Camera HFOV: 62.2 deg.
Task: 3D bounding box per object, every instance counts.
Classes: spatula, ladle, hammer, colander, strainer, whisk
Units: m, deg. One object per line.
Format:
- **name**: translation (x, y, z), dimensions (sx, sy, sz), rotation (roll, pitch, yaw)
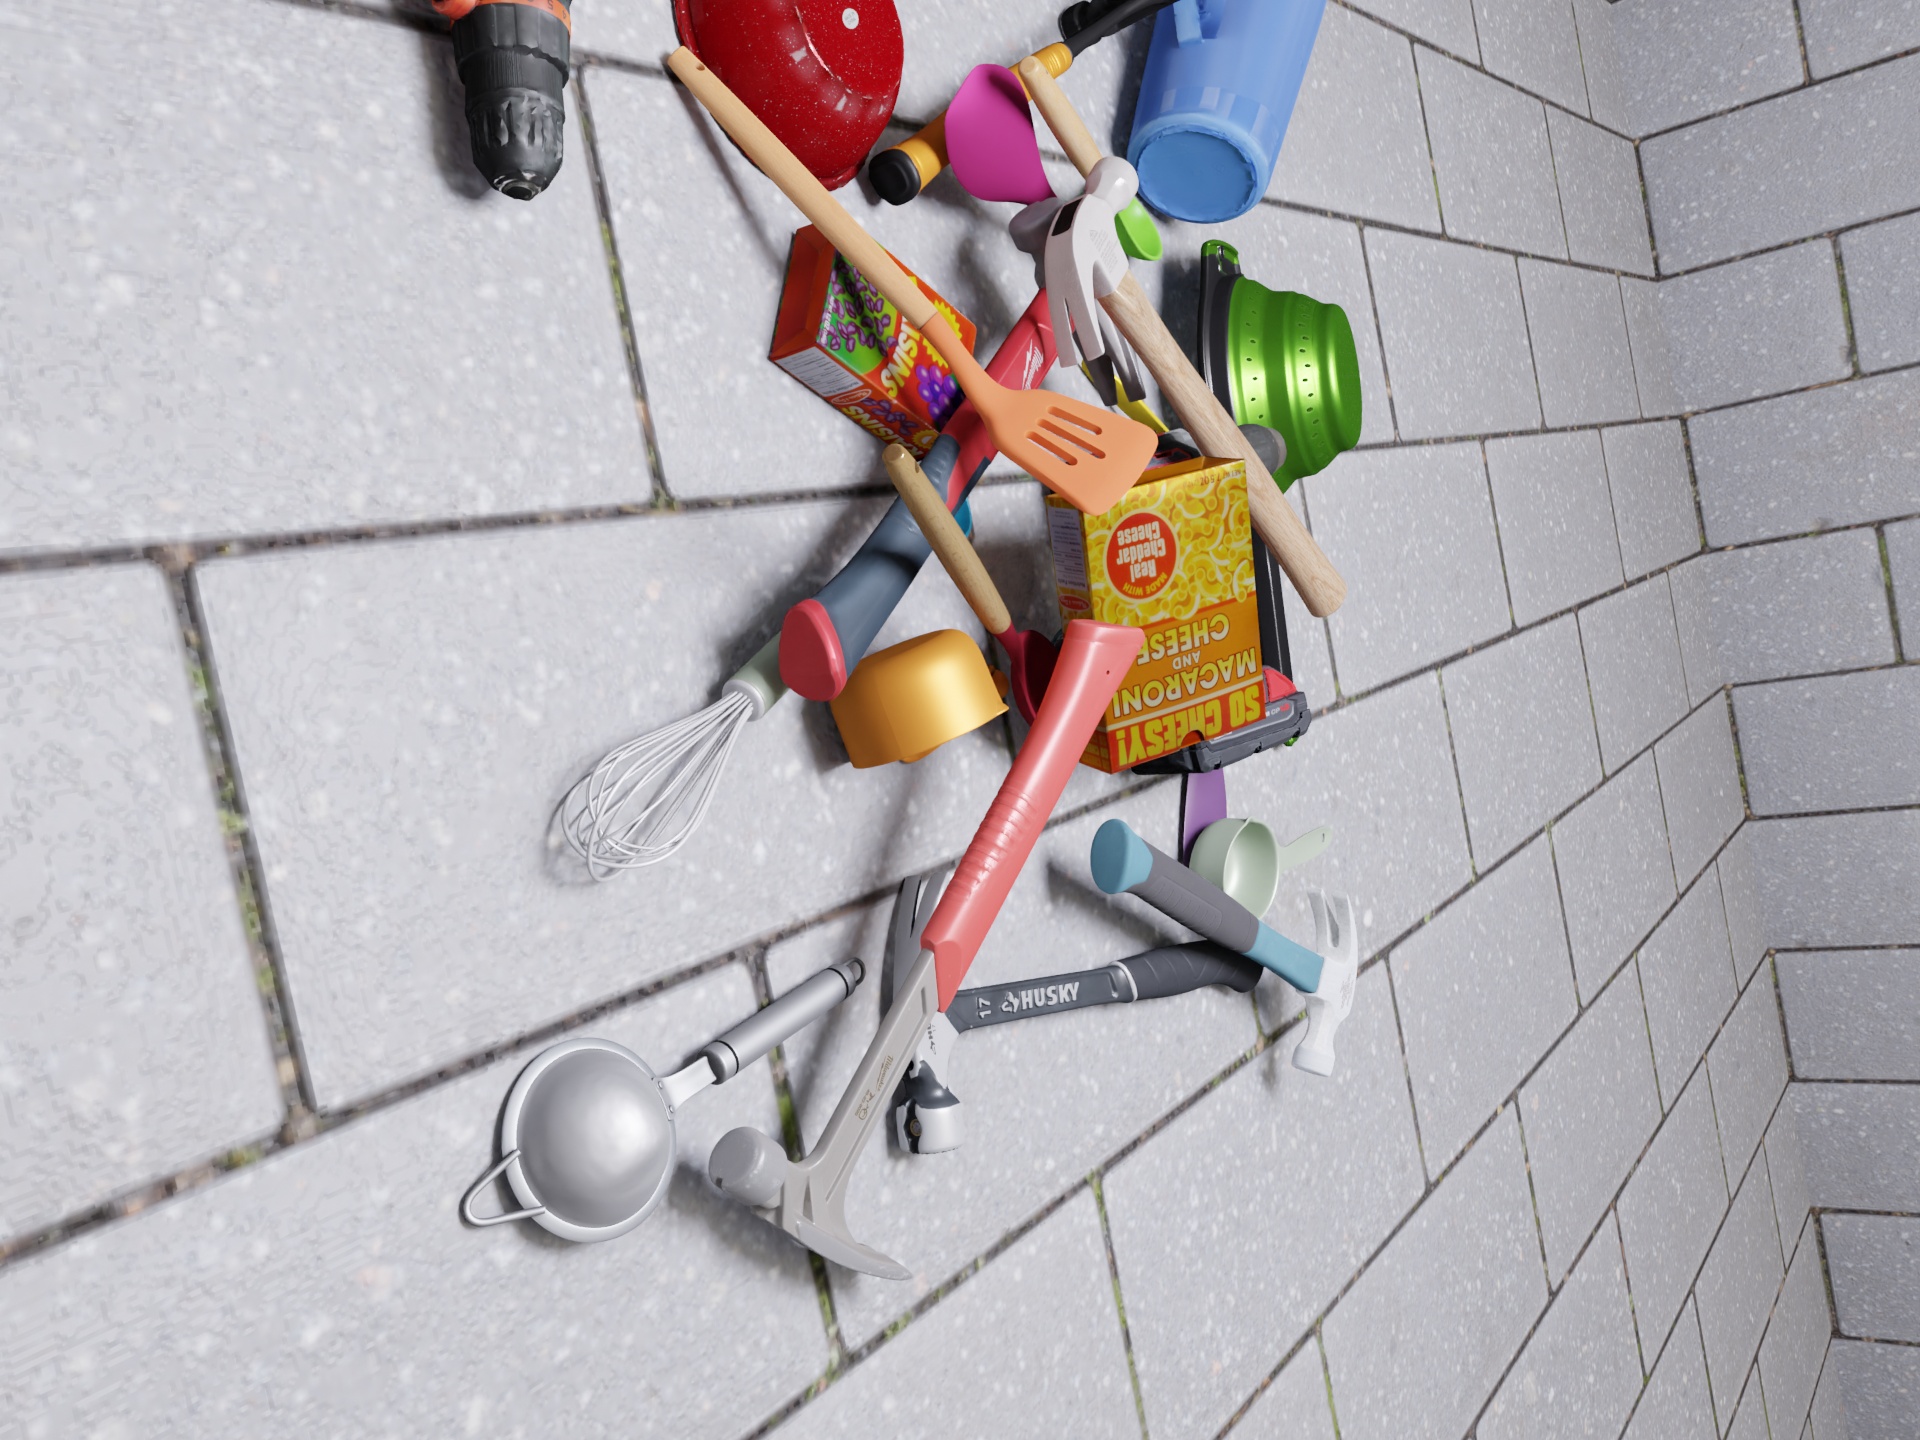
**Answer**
- **spatula**: translation (0.190, -0.031, 1.193), dimensions (0.059, 0.018, 0.316), rotation (24, 66, -47)
- **ladle**: translation (0.015, -0.063, 0.854), dimensions (0.315, 0.031, 0.069), rotation (52, 30, -62)
- **hammer**: translation (0.091, 0.163, 1.013), dimensions (0.408, 0.036, 0.149), rotation (3, 80, -53)
- **colander**: translation (0.266, -0.178, 1.234), dimensions (0.204, 0.094, 0.397), rotation (-27, 110, -65)
- **hammer**: translation (0.186, 0.142, 1.077), dimensions (0.330, 0.033, 0.128), rotation (33, 70, -45)
- **hammer**: translation (0.008, -0.139, 0.895), dimensions (0.143, 0.038, 0.386), rotation (59, 43, -32)
- **hammer**: translation (0.050, -0.413, 1.016), dimensions (0.337, 0.127, 0.034), rotation (-50, 120, -38)
- **hammer**: translation (0.008, 0.103, 0.818), dimensions (0.149, 0.037, 0.359), rotation (48, 64, -44)
- **hammer**: translation (0.157, -0.188, 1.012), dimensions (0.331, 0.031, 0.130), rotation (49, 51, -28)
- **spatula**: translation (-0.029, -0.233, 0.835), dimensions (0.322, 0.041, 0.081), rotation (45, 53, -9)
- **strainer**: translation (-0.117, 0.161, 0.738), dimensions (0.258, 0.050, 0.087), rotation (-26, 92, -55)
- **whisk**: translation (-0.110, -0.005, 0.778), dimensions (0.246, 0.058, 0.059), rotation (-51, 157, -48)

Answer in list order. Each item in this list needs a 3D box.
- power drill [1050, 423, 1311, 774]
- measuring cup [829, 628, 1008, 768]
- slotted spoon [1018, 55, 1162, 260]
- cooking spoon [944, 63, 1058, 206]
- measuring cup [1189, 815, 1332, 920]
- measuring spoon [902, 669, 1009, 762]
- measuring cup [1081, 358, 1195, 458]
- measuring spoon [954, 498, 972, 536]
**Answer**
- **power drill**: translation (0.168, -0.091, 1.090), dimensions (0.188, 0.080, 0.226), rotation (-19, 97, -31)
- **measuring cup**: translation (-0.015, -0.027, 0.886), dimensions (0.052, 0.095, 0.174), rotation (67, 21, -10)
- **slotted spoon**: translation (0.084, -0.362, 1.034), dimensions (0.070, 0.031, 0.313), rotation (65, 15, 9)
- **cooking spoon**: translation (0.069, -0.322, 1.036), dimensions (0.069, 0.017, 0.318), rotation (-59, 152, 3)
- **measuring cup**: translation (0.222, 0.100, 1.170), dimensions (0.167, 0.038, 0.083), rotation (-14, 103, -50)
- **measuring spoon**: translation (-0.001, -0.003, 0.941), dimensions (0.117, 0.011, 0.021), rotation (-37, 112, -49)
- **measuring cup**: translation (0.134, -0.198, 1.134), dimensions (0.156, 0.062, 0.029), rotation (39, 66, -29)
- **measuring spoon**: translation (-0.012, -0.163, 0.960), dimensions (0.042, 0.021, 0.129), rotation (34, 49, -48)
